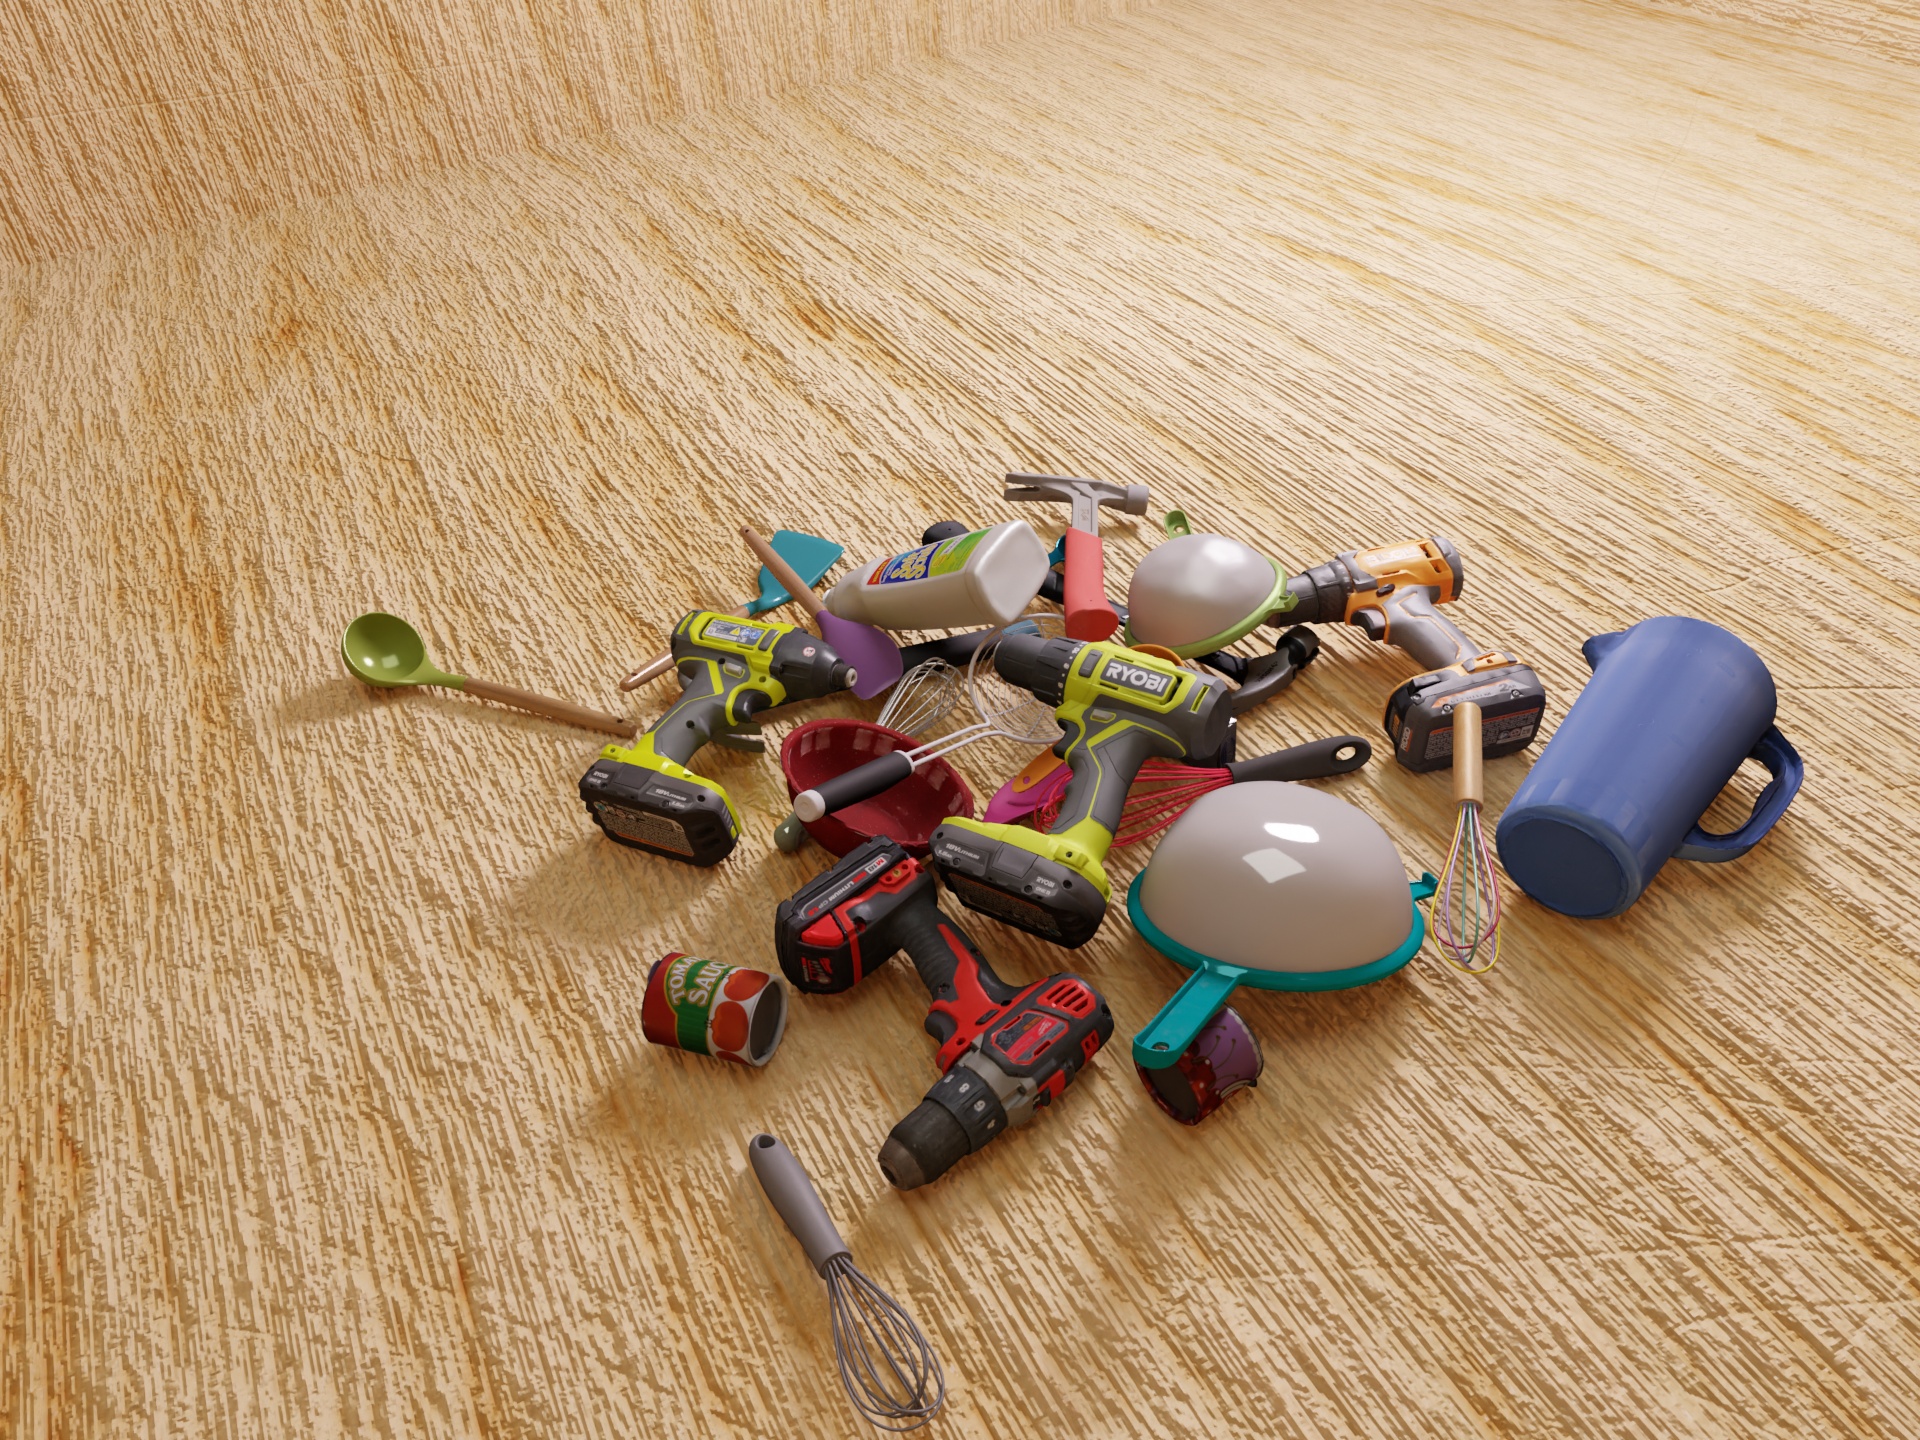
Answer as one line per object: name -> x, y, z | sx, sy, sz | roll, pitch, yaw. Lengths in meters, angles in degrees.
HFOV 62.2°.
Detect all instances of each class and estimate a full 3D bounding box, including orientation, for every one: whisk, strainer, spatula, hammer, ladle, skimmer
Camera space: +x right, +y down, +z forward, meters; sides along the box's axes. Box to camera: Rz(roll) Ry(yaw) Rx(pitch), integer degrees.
whisk -> -0.079, 0.332, 0.965 | 0.055, 0.055, 0.239 | -22, 36, -20
strainer -> 0.195, 0.119, 1.079 | 0.211, 0.095, 0.340 | 13, 23, 27
spatula -> -0.224, -0.104, 1.517 | 0.082, 0.044, 0.317 | 18, 32, 21
hammer -> 0.106, -0.159, 1.492 | 0.149, 0.036, 0.359 | 5, 27, 2
strainer -> 0.201, -0.149, 1.426 | 0.151, 0.069, 0.257 | -23, 30, 12
whisk -> 0.369, 0.079, 1.165 | 0.047, 0.051, 0.245 | -1, 48, 18
ladle -> -0.439, -0.037, 1.477 | 0.320, 0.062, 0.078 | 14, 42, 20
whisk -> -0.078, 0.026, 1.352 | 0.059, 0.057, 0.246 | 24, 51, 26
whisk -> 0.197, 0.050, 1.276 | 0.295, 0.073, 0.073 | -11, 38, -14
hammer -> -0.088, -0.045, 1.455 | 0.331, 0.033, 0.128 | -14, 38, -10
spatula -> -0.140, -0.112, 1.501 | 0.060, 0.018, 0.316 | -35, 45, -10
hammer -> 0.123, -0.106, 1.491 | 0.409, 0.036, 0.149 | 27, 50, 33
skimmer -> -0.002, -0.004, 1.276 | 0.127, 0.090, 0.363 | 37, 32, 20

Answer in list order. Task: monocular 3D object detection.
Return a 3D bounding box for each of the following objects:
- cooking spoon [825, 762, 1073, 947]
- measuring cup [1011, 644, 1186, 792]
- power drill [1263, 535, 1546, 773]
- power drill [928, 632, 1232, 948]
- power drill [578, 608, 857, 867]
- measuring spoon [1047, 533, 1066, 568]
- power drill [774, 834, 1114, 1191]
cooking spoon -> -0.008, 0.110, 1.257 | 0.319, 0.017, 0.069 | -35, 29, -31
measuring cup -> 0.121, 0.013, 1.303 | 0.173, 0.052, 0.095 | -38, 52, 11
power drill -> 0.367, -0.062, 1.352 | 0.185, 0.084, 0.226 | -12, 47, -7
power drill -> 0.073, 0.038, 1.189 | 0.191, 0.080, 0.228 | 19, 65, 27
power drill -> -0.201, 0.007, 1.332 | 0.171, 0.080, 0.223 | 13, 53, 23
measuring spoon -> 0.081, -0.148, 1.583 | 0.128, 0.021, 0.042 | -30, 51, -14
power drill -> -0.033, 0.200, 1.091 | 0.188, 0.080, 0.227 | -35, 54, -28
